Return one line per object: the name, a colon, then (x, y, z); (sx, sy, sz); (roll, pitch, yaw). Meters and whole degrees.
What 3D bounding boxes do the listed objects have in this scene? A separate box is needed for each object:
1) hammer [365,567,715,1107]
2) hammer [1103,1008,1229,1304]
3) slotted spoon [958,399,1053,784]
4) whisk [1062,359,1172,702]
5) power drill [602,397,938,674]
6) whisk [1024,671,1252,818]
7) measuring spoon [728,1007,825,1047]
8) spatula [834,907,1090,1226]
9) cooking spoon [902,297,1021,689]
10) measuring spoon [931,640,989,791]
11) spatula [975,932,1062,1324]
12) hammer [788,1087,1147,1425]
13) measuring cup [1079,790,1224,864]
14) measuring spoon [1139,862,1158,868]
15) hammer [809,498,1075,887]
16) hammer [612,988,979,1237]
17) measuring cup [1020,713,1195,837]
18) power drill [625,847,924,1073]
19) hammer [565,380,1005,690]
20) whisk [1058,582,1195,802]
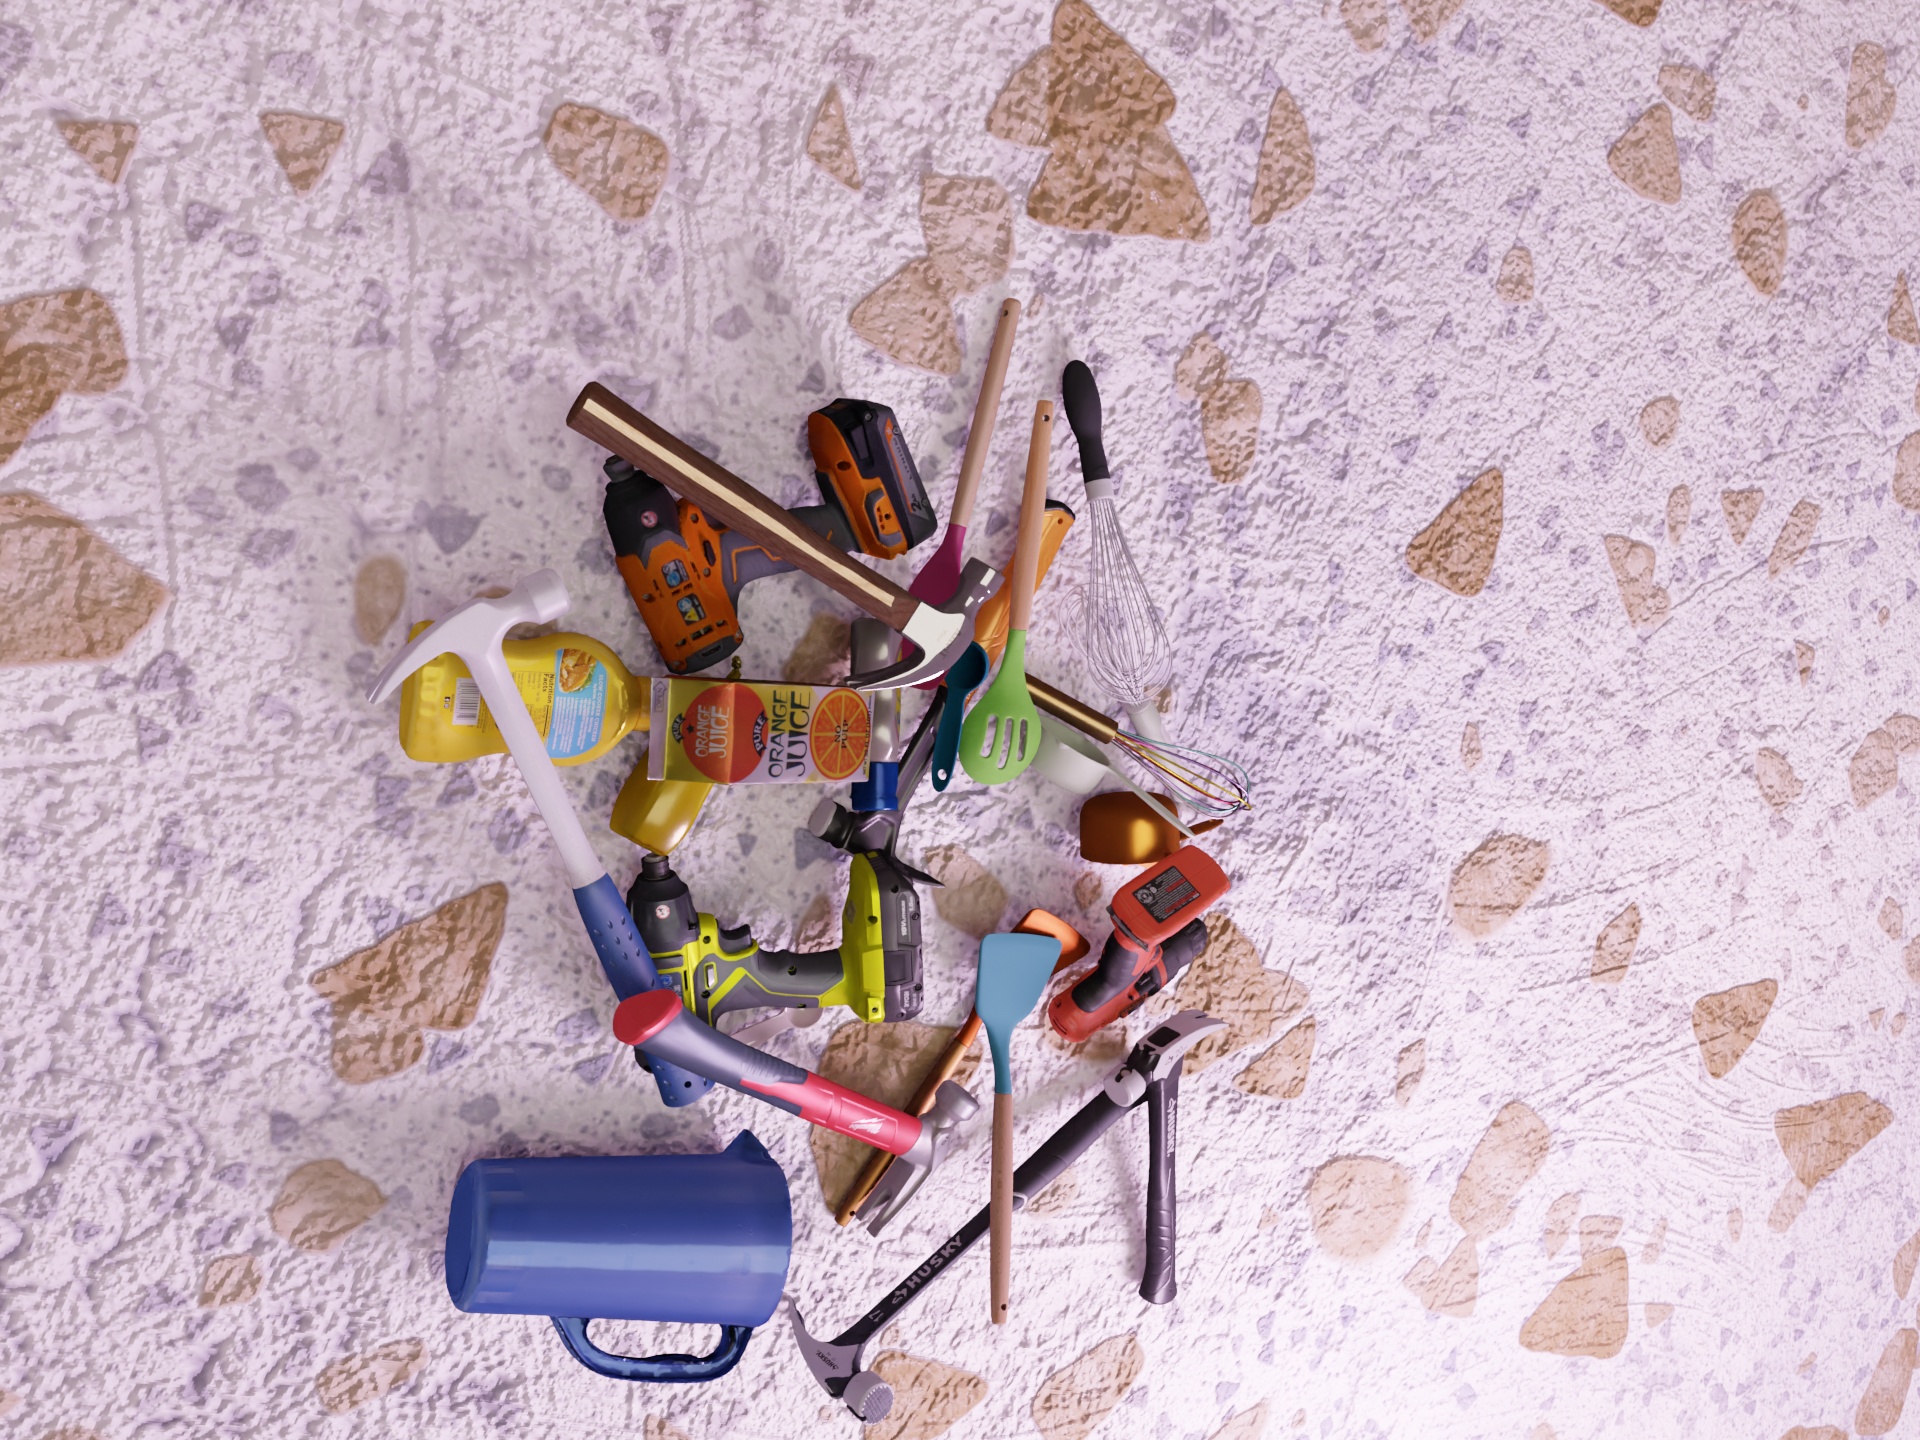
hammer: (-0.271, 0.105, 1.116); (0.144, 0.035, 0.405); (-28, 114, -21)
hammer: (0.190, 0.416, 1.473); (0.146, 0.035, 0.334); (-31, 130, -39)
slotted spoon: (0.047, -0.099, 1.278); (0.070, 0.031, 0.313); (5, 97, -18)
whisk: (0.120, -0.155, 1.292); (0.070, 0.070, 0.284); (-8, 87, -27)
power drill: (-0.146, -0.154, 1.168); (0.226, 0.084, 0.164); (-30, 114, -15)
whisk: (0.150, 0.020, 1.361); (0.245, 0.047, 0.051); (28, 110, -14)
measuring spoon: (-0.169, 0.253, 1.293); (0.124, 0.018, 0.034); (-25, 111, -14)
spatula: (-0.008, 0.303, 1.374); (0.081, 0.041, 0.322); (38, 84, -33)
cooking spoon: (0.005, -0.180, 1.263); (0.017, 0.069, 0.319); (14, 90, -49)
measuring spoon: (-0.002, -0.004, 1.276); (0.021, 0.042, 0.128); (-16, 121, -60)
spatula: (0.040, 0.339, 1.333); (0.082, 0.044, 0.318); (9, 75, -31)
hammer: (0.026, 0.430, 1.392); (0.409, 0.149, 0.036); (-35, 119, -27)
measuring cup: (0.177, 0.084, 1.408); (0.173, 0.095, 0.052); (-13, 102, -42)
measuring spoon: (0.186, 0.131, 1.459); (0.116, 0.011, 0.021); (15, 95, -34)
hammer: (0.007, -0.028, 1.307); (0.127, 0.034, 0.337); (30, 87, -30)
hammer: (-0.133, 0.297, 1.219); (0.143, 0.038, 0.385); (-53, 137, -1)
measuring cup: (0.120, 0.058, 1.330); (0.168, 0.083, 0.038); (38, 103, 13)
power drill: (-0.146, 0.174, 1.233); (0.223, 0.080, 0.171); (-6, 107, -15)
hammer: (-0.128, -0.130, 1.122); (0.331, 0.031, 0.130); (32, 92, -25)
whisk: (0.152, -0.020, 1.383); (0.059, 0.058, 0.246); (-22, 121, 15)
